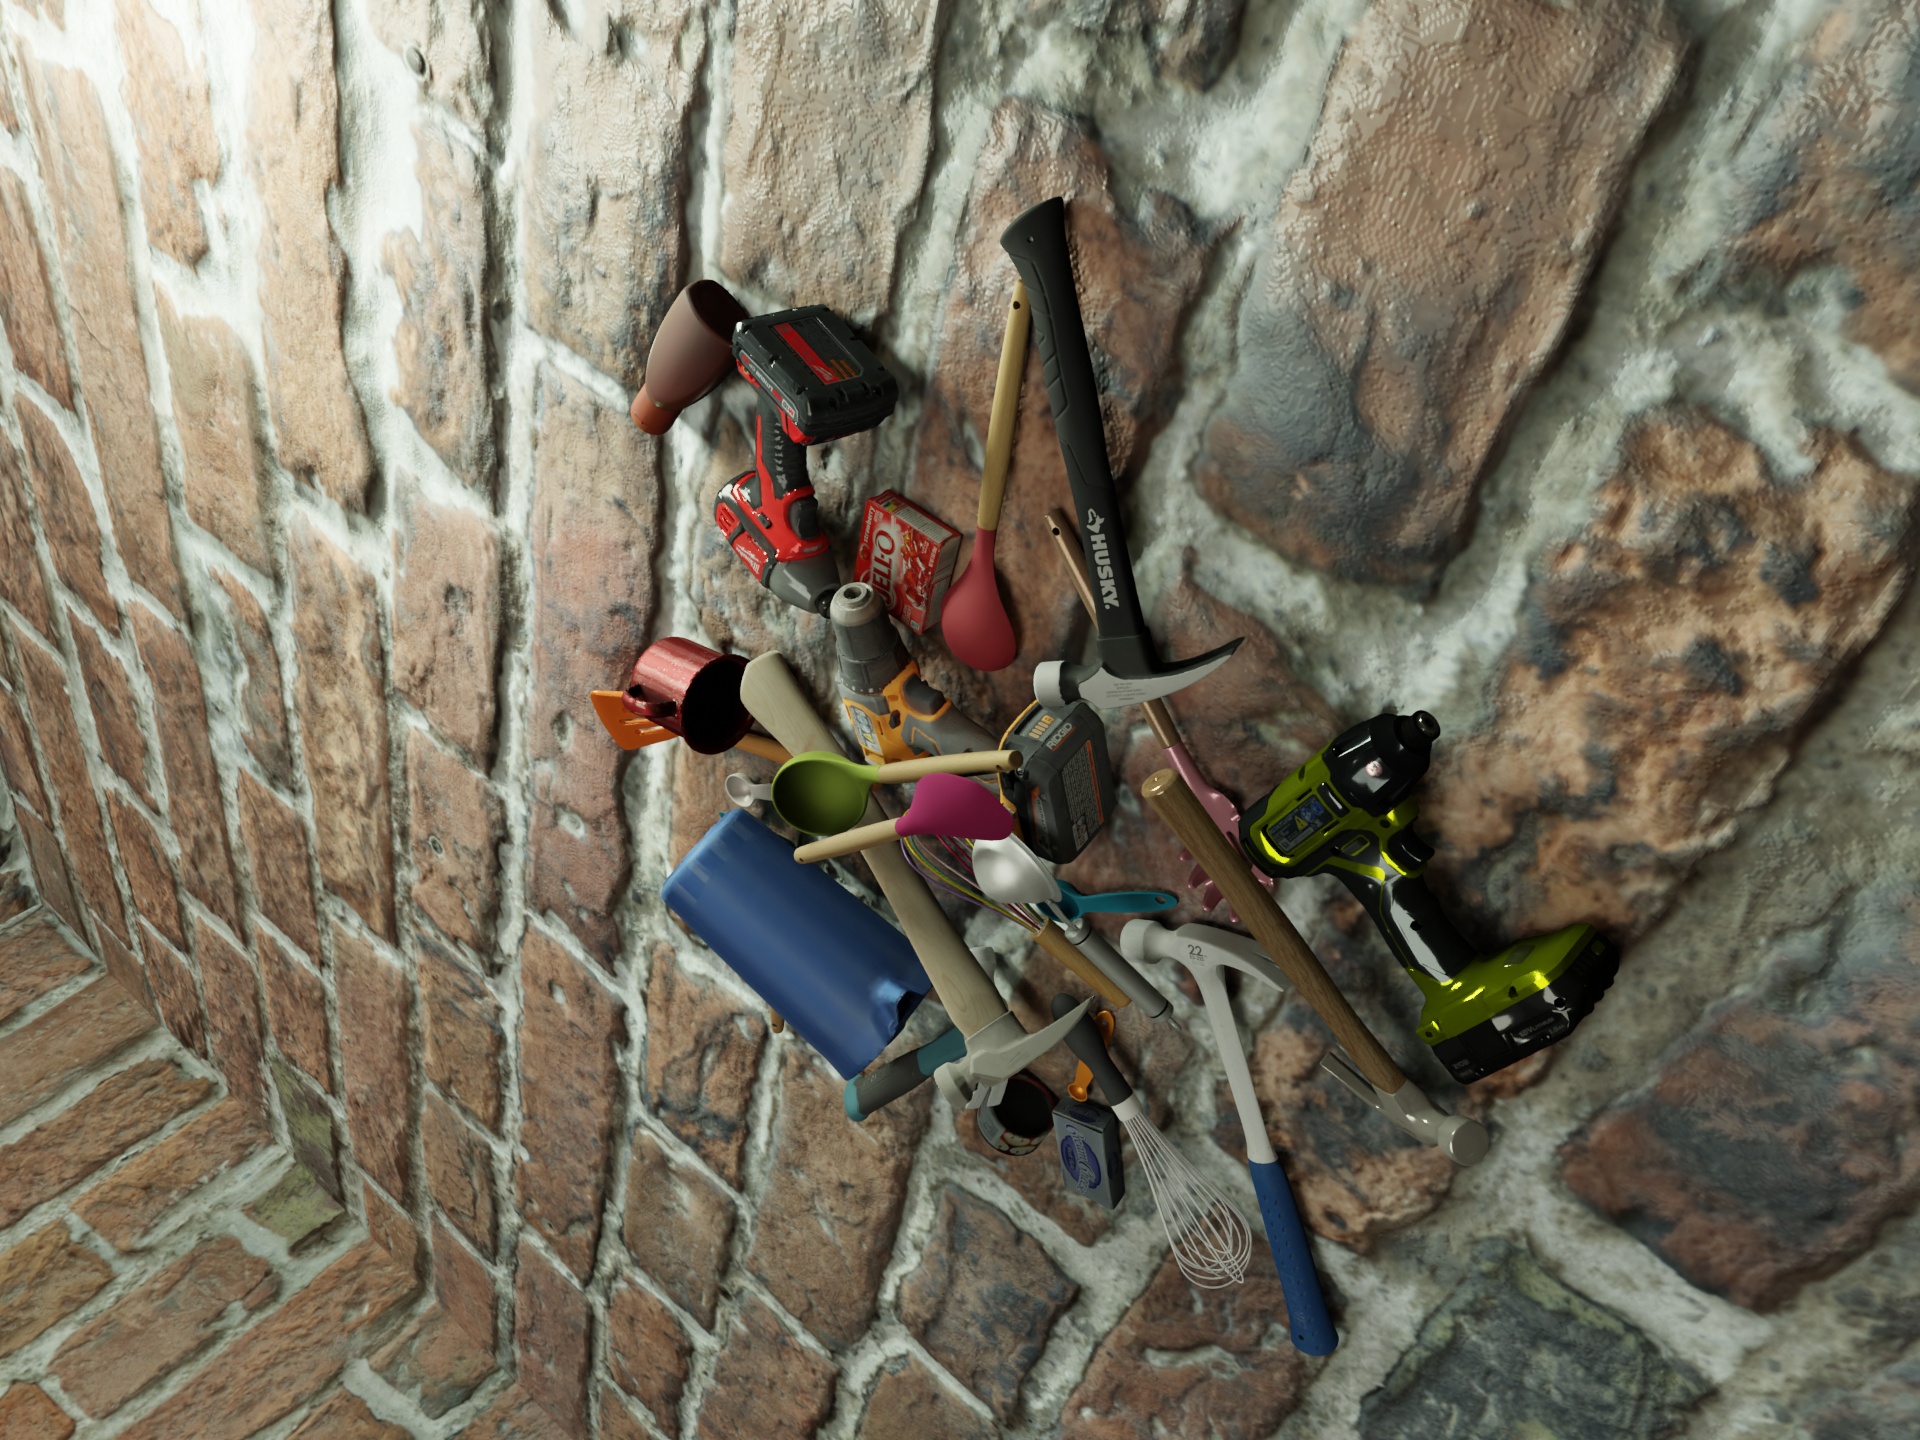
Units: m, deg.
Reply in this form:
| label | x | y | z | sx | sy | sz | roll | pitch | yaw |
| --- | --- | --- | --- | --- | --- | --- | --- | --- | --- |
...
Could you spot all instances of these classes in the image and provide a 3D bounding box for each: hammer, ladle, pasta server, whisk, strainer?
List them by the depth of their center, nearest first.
| label | x | y | z | sx | sy | sz | roll | pitch | yaw |
| --- | --- | --- | --- | --- | --- | --- | --- | --- | --- |
| hammer | 0.088 | -0.168 | 1.036 | 0.146 | 0.035 | 0.334 | -4 | 110 | 27 |
| hammer | 0.228 | 0.164 | 1.081 | 0.331 | 0.031 | 0.130 | 51 | 169 | -13 |
| pasta server | 0.135 | -0.005 | 1.118 | 0.060 | 0.040 | 0.316 | -25 | 98 | 24 |
| ladle | 0.024 | -0.160 | 1.124 | 0.069 | 0.031 | 0.315 | 27 | 131 | 23 |
| strainer | 0.081 | 0.153 | 1.180 | 0.258 | 0.050 | 0.087 | 44 | 165 | -18 |
| ladle | -0.050 | 0.048 | 1.191 | 0.078 | 0.062 | 0.320 | 44 | 156 | -20 |
| hammer | 0.241 | 0.338 | 1.257 | 0.144 | 0.035 | 0.405 | 1 | 117 | 43 |
| whisk | 0.048 | 0.147 | 1.262 | 0.245 | 0.047 | 0.051 | 40 | 106 | -15 |
| whisk | 0.156 | 0.349 | 1.325 | 0.070 | 0.070 | 0.284 | -31 | 92 | 49 |
| hammer | -0.053 | 0.111 | 1.333 | 0.411 | 0.146 | 0.038 | 57 | -176 | 11 |
| hammer | -0.037 | 0.319 | 1.480 | 0.331 | 0.033 | 0.128 | -44 | 51 | 54 |

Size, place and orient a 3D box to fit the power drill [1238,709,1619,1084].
| label | x | y | z | sx | sy | sz | roll | pitch | yaw |
| --- | --- | --- | --- | --- | --- | --- | --- | --- | --- |
| power drill | 0.300 | 0.107 | 1.015 | 0.223 | 0.080 | 0.171 | 50 | 140 | 8 |

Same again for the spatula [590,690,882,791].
| label | x | y | z | sx | sy | sz | roll | pitch | yaw |
| --- | --- | --- | --- | --- | --- | --- | --- | --- | --- |
| spatula | -0.205 | 0.024 | 1.451 | 0.323 | 0.041 | 0.080 | 16 | 143 | 33 |

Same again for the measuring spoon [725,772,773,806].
| label | x | y | z | sx | sy | sz | roll | pitch | yaw |
| --- | --- | --- | --- | --- | --- | --- | --- | --- | --- |
| measuring spoon | -0.166 | 0.063 | 1.466 | 0.124 | 0.018 | 0.034 | 0 | 117 | 35 |

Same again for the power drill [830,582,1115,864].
| label | x | y | z | sx | sy | sz | roll | pitch | yaw |
| --- | --- | --- | --- | --- | --- | --- | --- | --- | --- |
| power drill | -0.002 | -0.004 | 1.191 | 0.226 | 0.084 | 0.185 | 25 | 148 | 32 |

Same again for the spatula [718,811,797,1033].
| label | x | y | z | sx | sy | sz | roll | pitch | yaw |
| --- | --- | --- | --- | --- | --- | --- | --- | --- | --- |
| spatula | -0.187 | 0.206 | 1.558 | 0.082 | 0.044 | 0.317 | 20 | 131 | 19 |

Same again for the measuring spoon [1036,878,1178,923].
| label | x | y | z | sx | sy | sz | roll | pitch | yaw |
| --- | --- | --- | --- | --- | --- | --- | --- | --- | --- |
| measuring spoon | 0.117 | 0.138 | 1.254 | 0.128 | 0.021 | 0.042 | -7 | 125 | 35 |

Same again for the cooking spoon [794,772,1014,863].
| label | x | y | z | sx | sy | sz | roll | pitch | yaw |
| --- | --- | --- | --- | --- | --- | --- | --- | --- | --- |
| cooking spoon | -0.055 | 0.085 | 1.203 | 0.068 | 0.017 | 0.319 | 46 | 151 | -14 |

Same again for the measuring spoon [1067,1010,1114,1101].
| label | x | y | z | sx | sy | sz | roll | pitch | yaw |
| --- | --- | --- | --- | --- | --- | --- | --- | --- | --- |
| measuring spoon | 0.114 | 0.286 | 1.362 | 0.021 | 0.011 | 0.116 | 29 | 130 | 18 |

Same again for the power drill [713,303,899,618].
| label | x | y | z | sx | sy | sz | roll | pitch | yaw |
| --- | --- | --- | --- | --- | --- | --- | --- | --- | --- |
| power drill | -0.120 | -0.184 | 1.187 | 0.143 | 0.078 | 0.219 | 51 | 145 | 26 |
